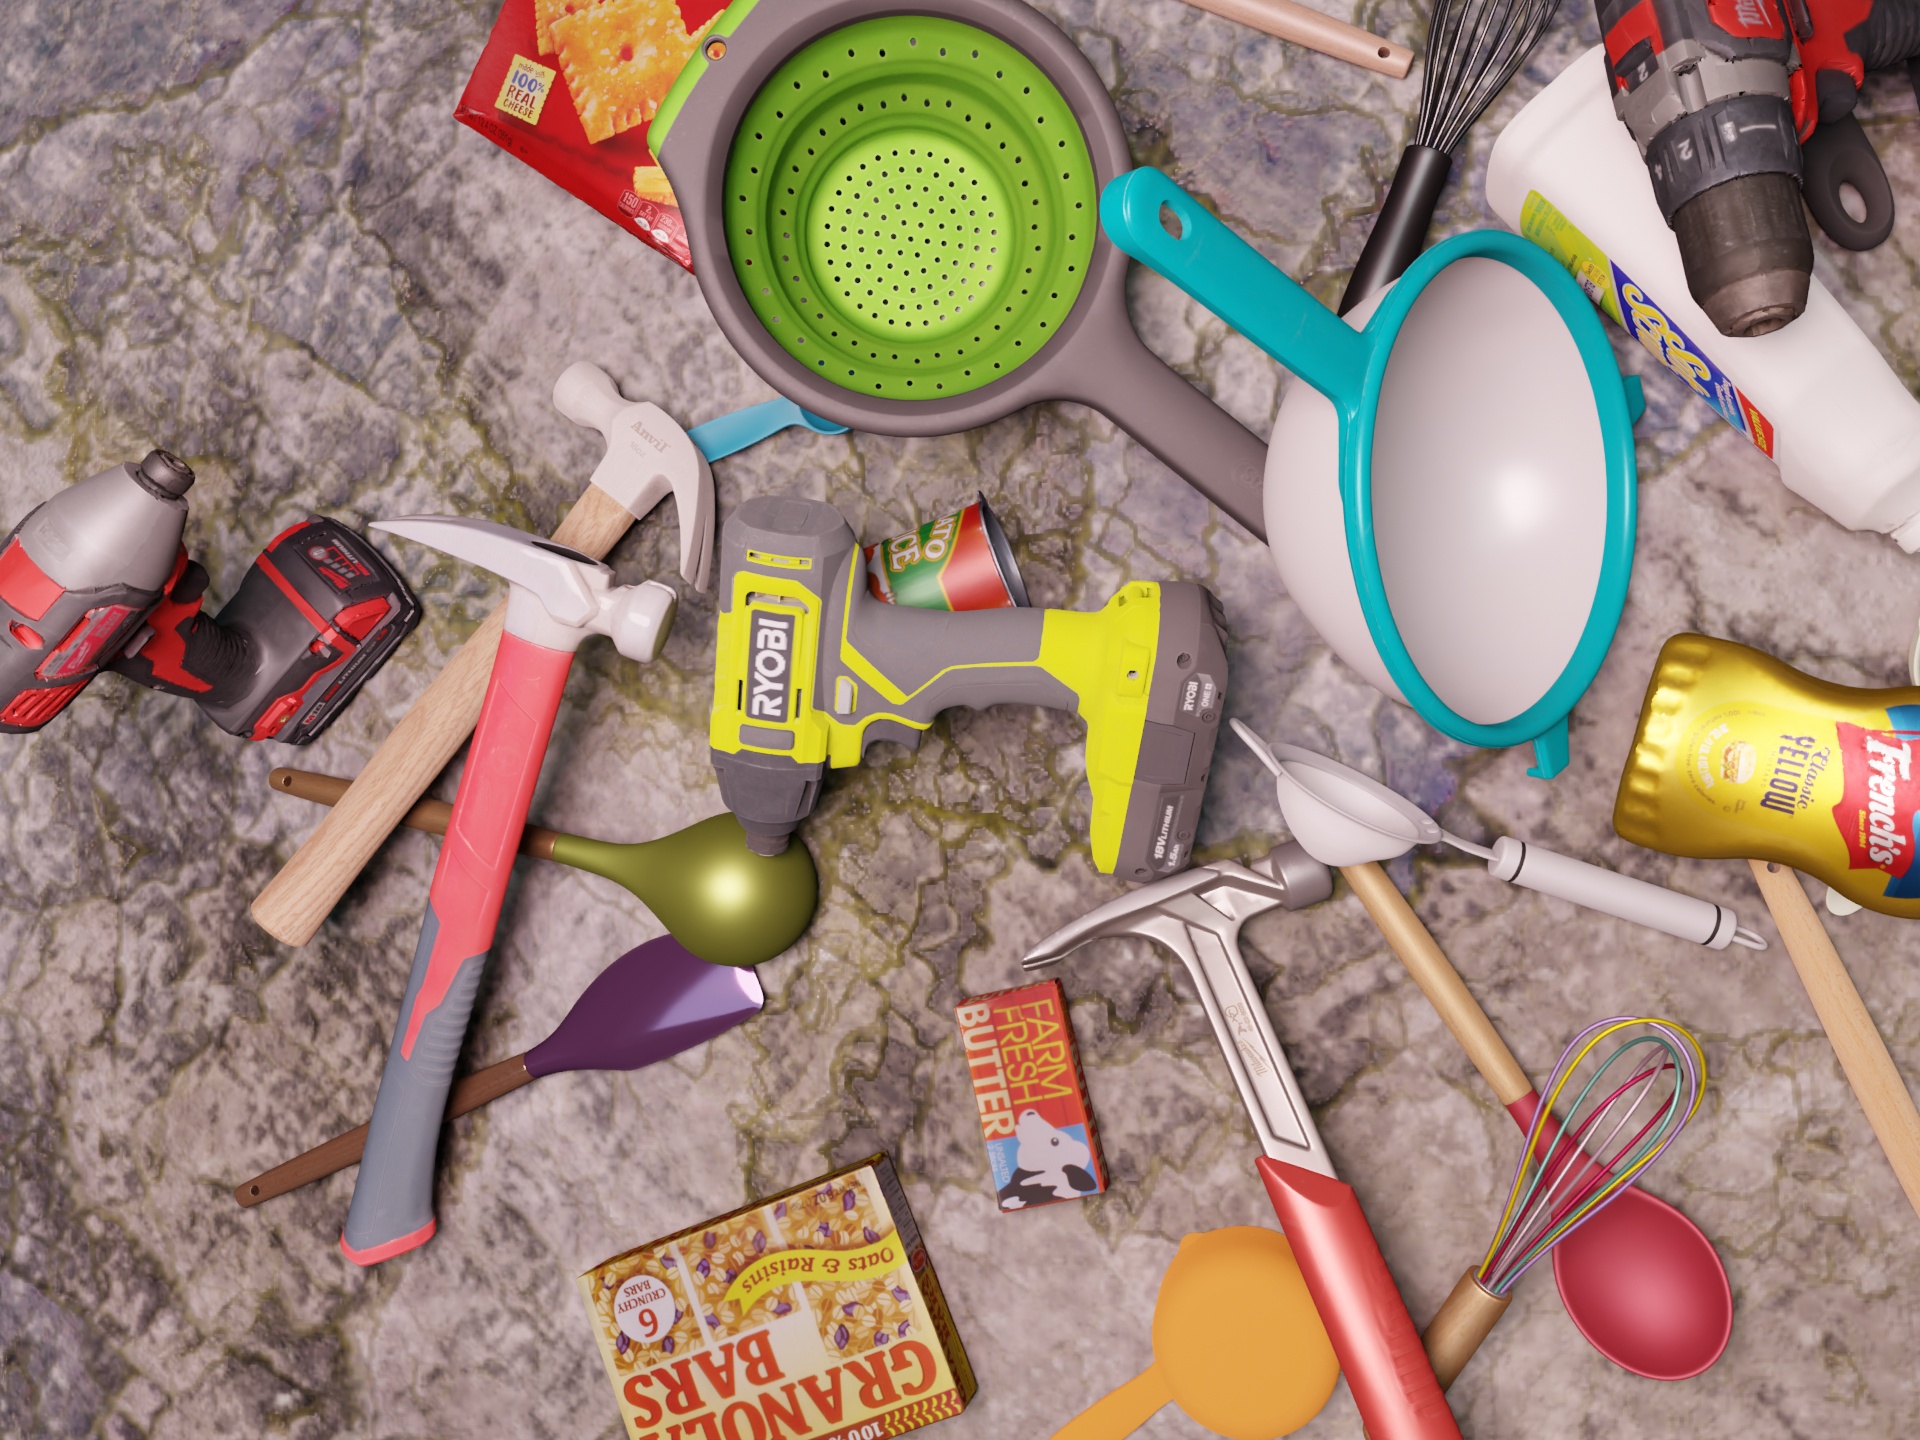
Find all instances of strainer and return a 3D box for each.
[{"bbox_3d":[0.236,0.062,0.711,0.258,0.087,0.050,18,107,2],"label":"strainer"},{"bbox_3d":[0.152,-0.116,0.647,0.095,0.340,0.211,3,73,51],"label":"strainer"}]

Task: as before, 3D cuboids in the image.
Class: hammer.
[{"bbox_3d":[-0.246,-0.022,0.816,0.130,0.031,0.331,37,89,18],"label":"hammer"},{"bbox_3d":[0.155,0.235,0.688,0.149,0.036,0.359,-21,70,-1],"label":"hammer"},{"bbox_3d":[-0.260,0.093,0.782,0.143,0.038,0.386,20,104,0],"label":"hammer"}]

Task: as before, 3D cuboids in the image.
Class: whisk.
[{"bbox_3d":[0.346,-0.345,0.716,0.073,0.073,0.296,-26,89,10],"label":"whisk"},{"bbox_3d":[0.222,-0.262,0.745,0.055,0.055,0.239,22,96,13],"label":"whisk"},{"bbox_3d":[0.244,0.230,0.687,0.047,0.051,0.245,16,111,-24],"label":"whisk"}]

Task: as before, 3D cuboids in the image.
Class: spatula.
[{"bbox_3d":[-0.248,0.189,0.835,0.316,0.018,0.060,-26,78,9],"label":"spatula"}]

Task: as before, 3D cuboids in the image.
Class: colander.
[{"bbox_3d":[0.041,-0.188,0.766,0.397,0.094,0.204,37,95,-6],"label":"colander"}]

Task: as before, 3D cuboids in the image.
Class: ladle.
[{"bbox_3d":[-0.224,0.062,0.832,0.320,0.062,0.078,11,86,20],"label":"ladle"},{"bbox_3d":[0.238,0.150,0.726,0.069,0.031,0.315,-35,78,13],"label":"ladle"}]

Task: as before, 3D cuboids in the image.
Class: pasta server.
[{"bbox_3d":[0.074,-0.380,0.785,0.316,0.040,0.060,26,105,11],"label":"pasta server"}]

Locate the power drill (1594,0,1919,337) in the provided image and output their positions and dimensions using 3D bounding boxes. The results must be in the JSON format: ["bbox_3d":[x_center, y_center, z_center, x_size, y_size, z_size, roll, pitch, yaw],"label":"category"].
[{"bbox_3d":[0.363,-0.242,0.634,0.226,0.080,0.188,-3,77,-18],"label":"power drill"}]

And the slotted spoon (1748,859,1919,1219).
[{"bbox_3d":[0.416,0.195,0.684,0.070,0.031,0.314,-24,80,10],"label":"slotted spoon"}]

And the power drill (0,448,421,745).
[{"bbox_3d":[-0.370,-0.057,0.772,0.078,0.219,0.143,44,97,11],"label":"power drill"}]

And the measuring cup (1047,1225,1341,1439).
[{"bbox_3d":[0.098,0.308,0.733,0.173,0.052,0.095,-38,80,6],"label":"measuring cup"}]

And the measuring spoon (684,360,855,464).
[{"bbox_3d":[-0.100,-0.153,0.826,0.128,0.021,0.042,-17,83,20],"label":"measuring spoon"}]

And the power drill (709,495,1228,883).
[{"bbox_3d":[-0.001,-0.002,0.725,0.223,0.080,0.171,8,117,1],"label":"power drill"}]

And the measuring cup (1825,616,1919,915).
[{"bbox_3d":[0.428,0.012,0.692,0.083,0.038,0.167,32,111,16],"label":"measuring cup"}]
